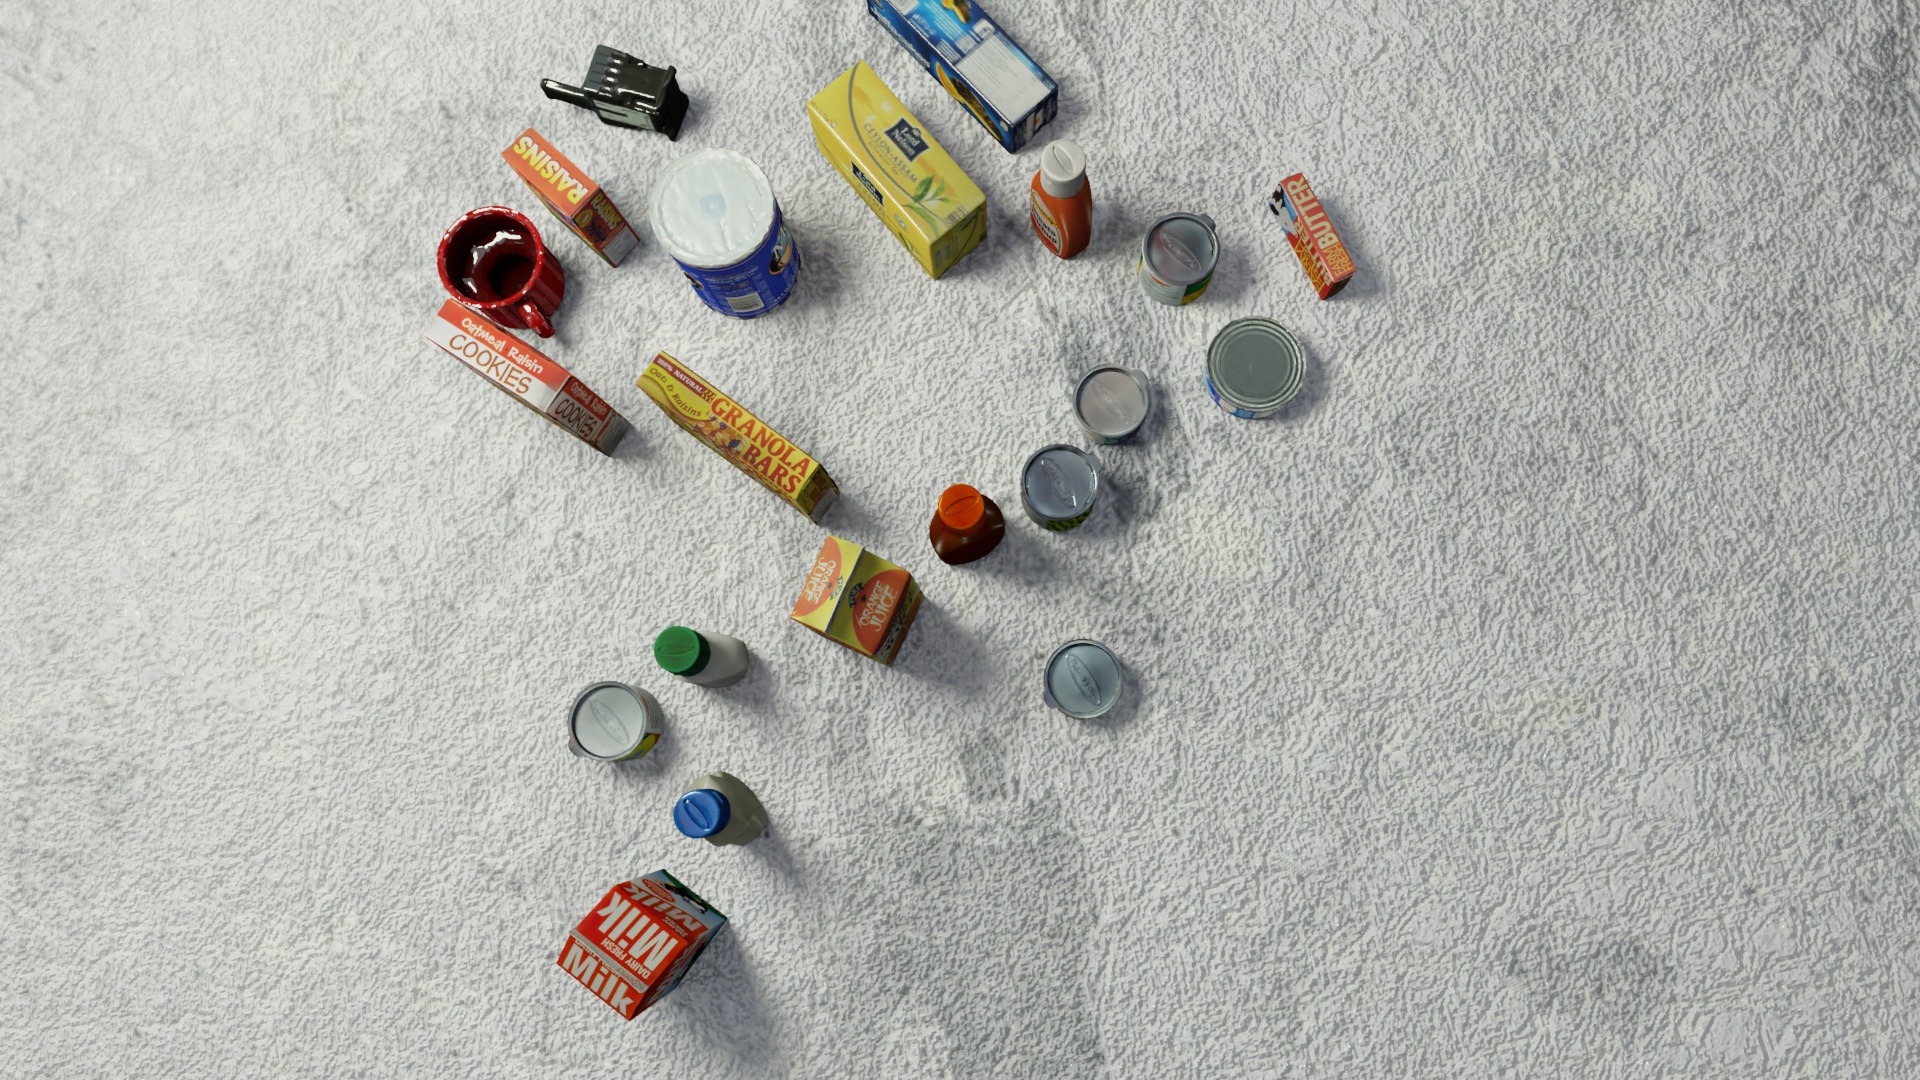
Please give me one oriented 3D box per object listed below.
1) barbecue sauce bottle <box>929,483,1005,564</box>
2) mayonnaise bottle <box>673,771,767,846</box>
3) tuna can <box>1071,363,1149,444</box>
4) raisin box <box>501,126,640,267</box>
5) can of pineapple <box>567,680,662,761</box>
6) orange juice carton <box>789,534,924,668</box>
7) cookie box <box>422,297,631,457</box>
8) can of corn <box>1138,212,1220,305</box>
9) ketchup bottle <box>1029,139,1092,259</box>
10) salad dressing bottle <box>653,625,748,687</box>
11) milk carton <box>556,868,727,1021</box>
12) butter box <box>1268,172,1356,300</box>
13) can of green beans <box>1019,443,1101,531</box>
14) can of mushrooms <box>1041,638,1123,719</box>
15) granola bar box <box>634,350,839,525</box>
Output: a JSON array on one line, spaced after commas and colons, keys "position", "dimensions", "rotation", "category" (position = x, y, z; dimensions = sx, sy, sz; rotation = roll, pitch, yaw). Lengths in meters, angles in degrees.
[{"position": [0.004, -0.014, 1.137], "dimensions": [0.065, 0.148, 0.044], "rotation": [-27, 81, -2], "category": "barbecue sauce bottle"}, {"position": [-0.194, 0.215, 1.106], "dimensions": [0.041, 0.148, 0.065], "rotation": [-41, 81, -4], "category": "mayonnaise bottle"}, {"position": [0.132, -0.120, 1.208], "dimensions": [0.071, 0.033, 0.071], "rotation": [0, 80, 2], "category": "tuna can"}, {"position": [-0.338, -0.297, 1.212], "dimensions": [0.086, 0.123, 0.040], "rotation": [42, 85, 8], "category": "raisin box"}, {"position": [-0.291, 0.153, 1.167], "dimensions": [0.071, 0.058, 0.071], "rotation": [0, 81, 2], "category": "can of pineapple"}, {"position": [-0.081, 0.050, 1.107], "dimensions": [0.073, 0.192, 0.072], "rotation": [24, 83, 6], "category": "orange juice carton"}, {"position": [-0.357, -0.133, 1.163], "dimensions": [0.123, 0.167, 0.040], "rotation": [31, 84, 7], "category": "cookie box"}, {"position": [0.192, -0.247, 1.214], "dimensions": [0.071, 0.058, 0.071], "rotation": [0, 81, 2], "category": "can of corn"}, {"position": [0.086, -0.293, 1.181], "dimensions": [0.043, 0.148, 0.065], "rotation": [-33, 81, -3], "category": "ketchup bottle"}, {"position": [-0.212, 0.094, 1.128], "dimensions": [0.064, 0.147, 0.044], "rotation": [-5, 81, 2], "category": "salad dressing bottle"}, {"position": [-0.247, 0.311, 1.070], "dimensions": [0.072, 0.190, 0.073], "rotation": [36, 84, 7], "category": "milk carton"}, {"position": [0.307, -0.266, 1.215], "dimensions": [0.024, 0.053, 0.103], "rotation": [-26, 80, -2], "category": "butter box"}, {"position": [0.084, -0.044, 1.185], "dimensions": [0.071, 0.057, 0.071], "rotation": [0, 81, 2], "category": "can of green beans"}, {"position": [0.101, 0.118, 1.168], "dimensions": [0.071, 0.033, 0.071], "rotation": [0, 80, 2], "category": "can of mushrooms"}, {"position": [-0.183, -0.085, 1.169], "dimensions": [0.166, 0.124, 0.039], "rotation": [35, 84, 8], "category": "granola bar box"}]
